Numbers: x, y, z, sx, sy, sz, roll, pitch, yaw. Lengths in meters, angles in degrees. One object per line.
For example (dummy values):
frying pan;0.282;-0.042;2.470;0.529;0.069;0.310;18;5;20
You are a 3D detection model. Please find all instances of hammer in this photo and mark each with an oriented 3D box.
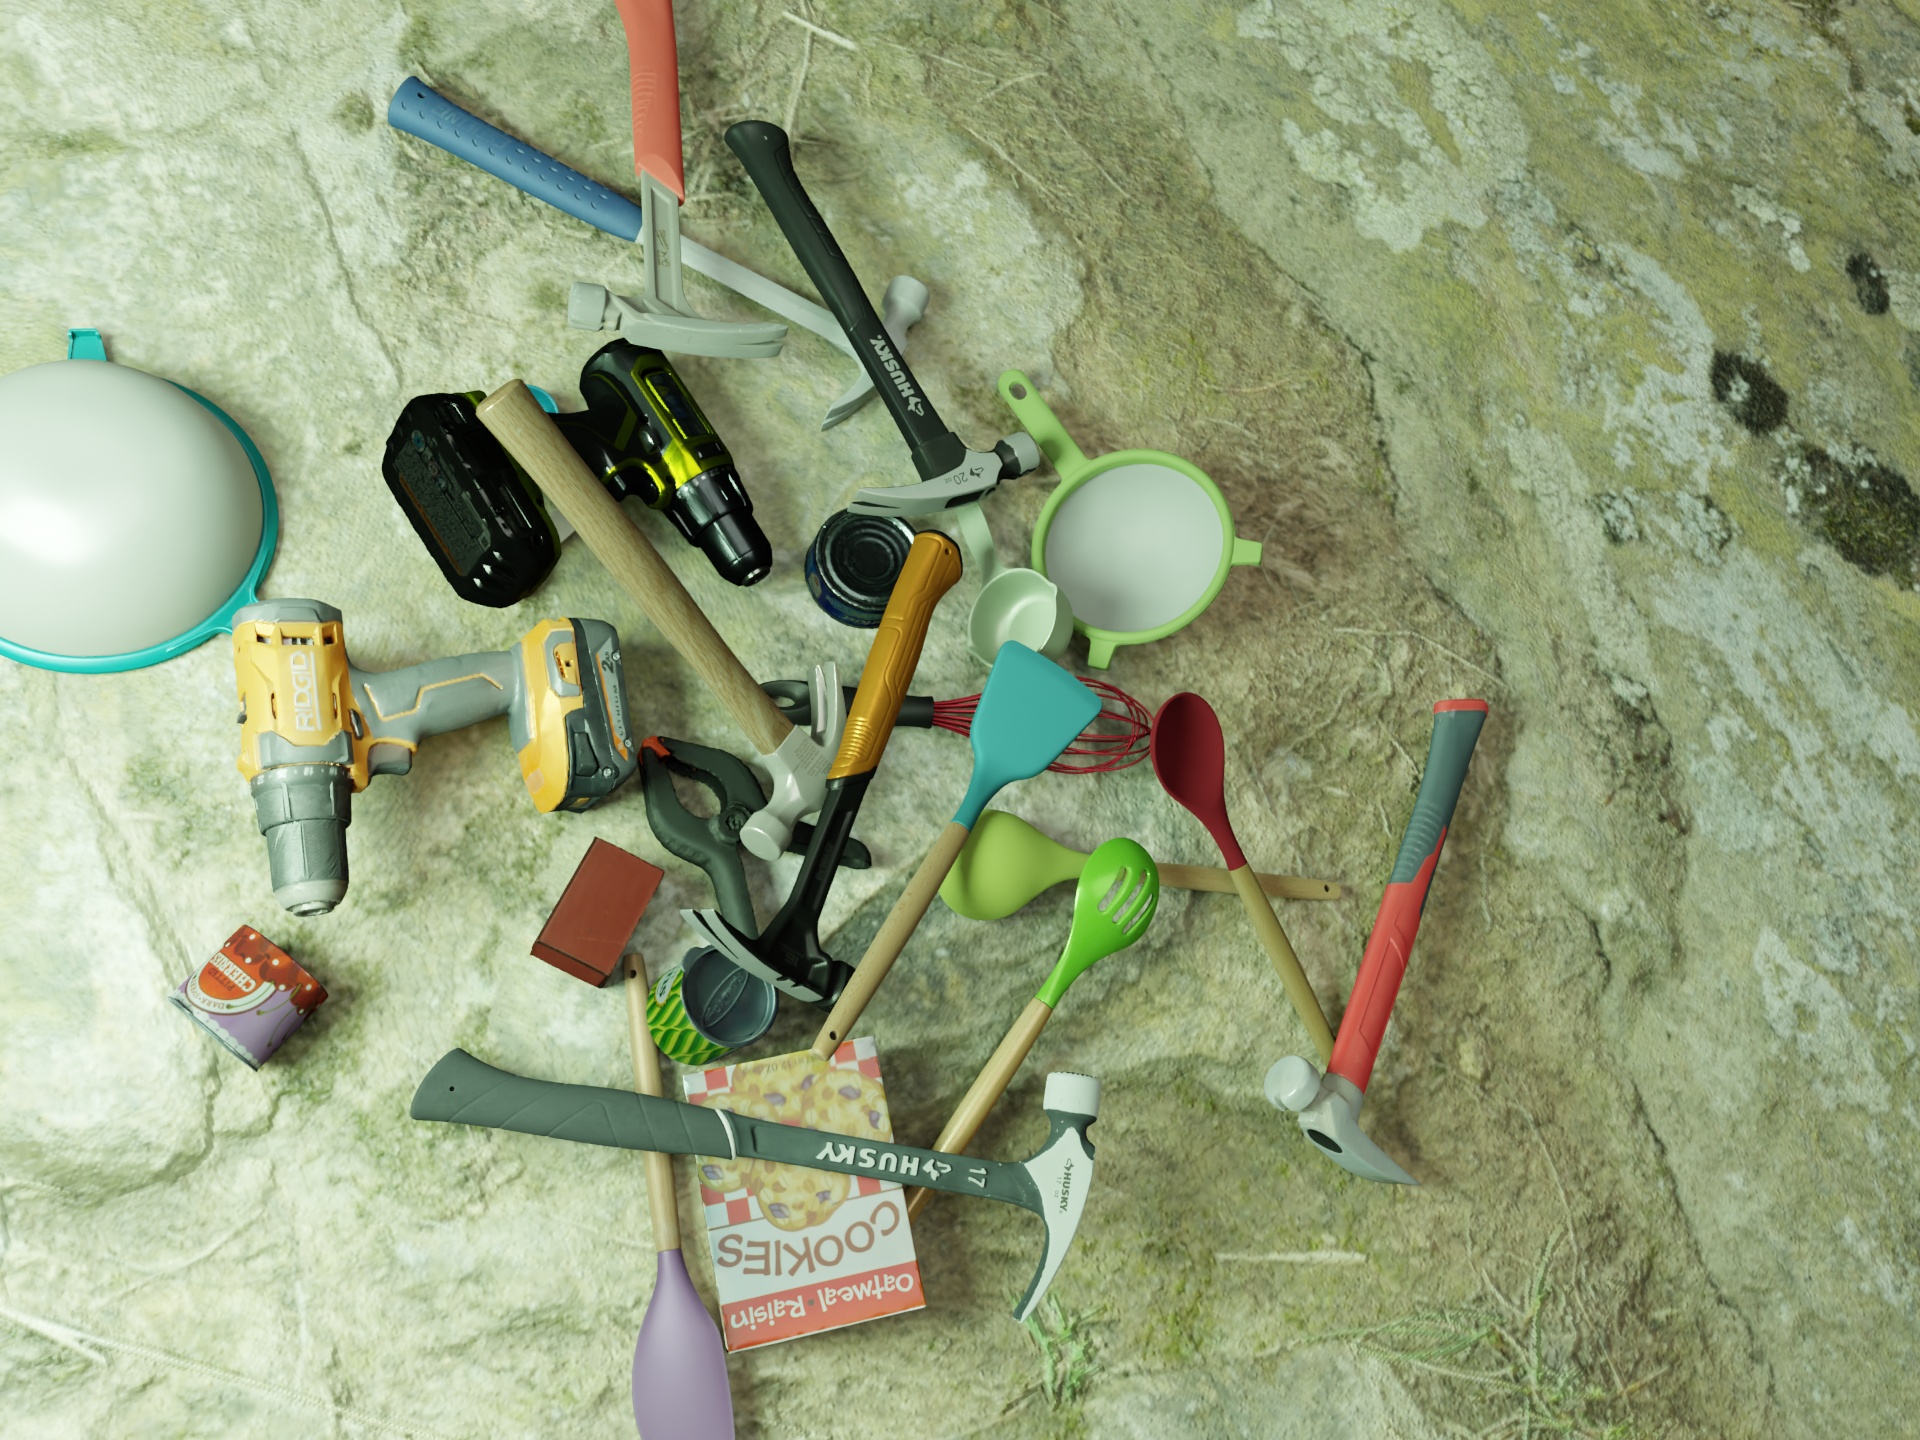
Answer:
hammer;0.338;0.147;1.183;0.143;0.038;0.386;41;59;-23
hammer;-0.122;0.258;0.957;0.409;0.036;0.149;10;73;-4
hammer;-0.228;-0.356;1.178;0.405;0.035;0.144;26;66;-8
hammer;-0.180;-0.072;0.998;0.331;0.031;0.130;54;49;-24
hammer;-0.083;-0.299;1.167;0.146;0.035;0.335;-26;81;-25
hammer;-0.070;0.012;1.041;0.127;0.034;0.337;38;59;-34
hammer;-0.213;-0.420;1.169;0.149;0.036;0.359;3;62;-20

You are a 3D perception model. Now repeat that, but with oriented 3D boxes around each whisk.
whisk;-0.002;-0.004;1.123;0.295;0.073;0.073;4;71;-10

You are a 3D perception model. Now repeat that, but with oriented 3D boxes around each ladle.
ladle;0.211;0.126;1.134;0.069;0.031;0.315;-29;96;-31
ladle;0.132;0.113;1.141;0.320;0.062;0.078;8;68;-23

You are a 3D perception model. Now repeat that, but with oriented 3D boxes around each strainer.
strainer;-0.483;-0.104;0.976;0.340;0.095;0.211;36;65;-3
strainer;0.107;-0.163;1.211;0.151;0.069;0.257;-35;68;6

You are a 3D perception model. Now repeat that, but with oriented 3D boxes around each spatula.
spatula;-0.185;0.299;0.977;0.060;0.018;0.316;-11;73;2
spatula;-0.011;0.085;1.035;0.082;0.044;0.318;34;58;-3

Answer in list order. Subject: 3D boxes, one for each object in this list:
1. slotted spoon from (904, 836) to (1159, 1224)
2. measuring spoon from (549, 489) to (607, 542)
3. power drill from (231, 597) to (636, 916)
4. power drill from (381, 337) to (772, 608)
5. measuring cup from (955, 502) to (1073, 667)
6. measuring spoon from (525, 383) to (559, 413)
slotted spoon;0.043;0.211;1.054;0.070;0.031;0.314;43;74;-25
measuring spoon;-0.284;-0.124;1.096;0.034;0.018;0.124;38;58;-3
power drill;-0.319;0.020;0.970;0.226;0.084;0.185;-1;72;-34
power drill;-0.240;-0.153;1.052;0.228;0.080;0.190;-26;81;-49
measuring cup;0.033;-0.105;1.174;0.038;0.083;0.168;26;37;-50
measuring spoon;-0.313;-0.171;1.101;0.042;0.021;0.129;20;76;-24
